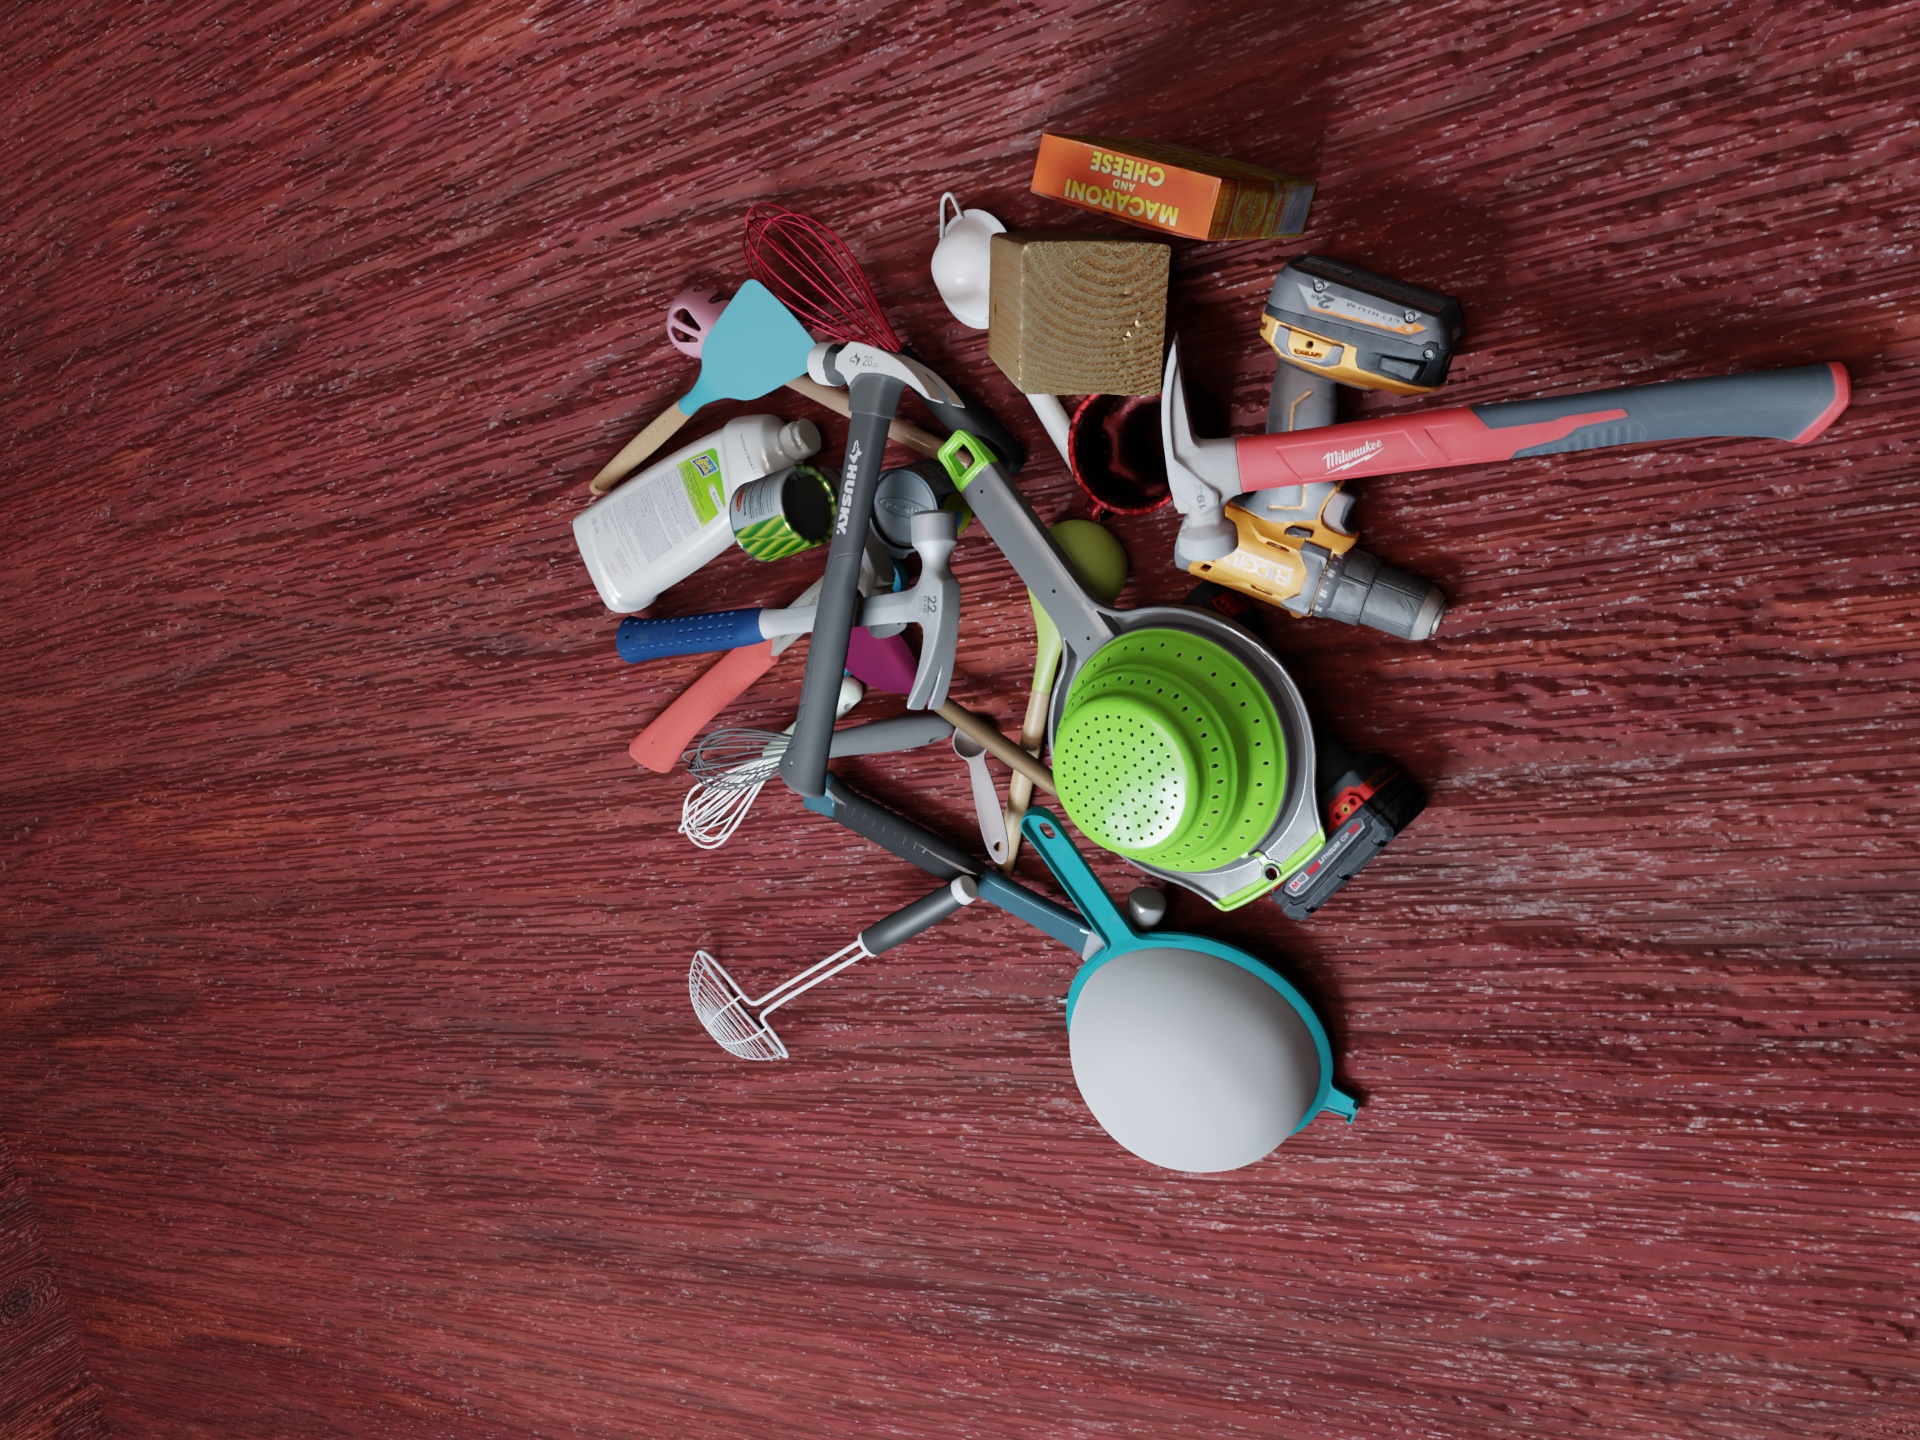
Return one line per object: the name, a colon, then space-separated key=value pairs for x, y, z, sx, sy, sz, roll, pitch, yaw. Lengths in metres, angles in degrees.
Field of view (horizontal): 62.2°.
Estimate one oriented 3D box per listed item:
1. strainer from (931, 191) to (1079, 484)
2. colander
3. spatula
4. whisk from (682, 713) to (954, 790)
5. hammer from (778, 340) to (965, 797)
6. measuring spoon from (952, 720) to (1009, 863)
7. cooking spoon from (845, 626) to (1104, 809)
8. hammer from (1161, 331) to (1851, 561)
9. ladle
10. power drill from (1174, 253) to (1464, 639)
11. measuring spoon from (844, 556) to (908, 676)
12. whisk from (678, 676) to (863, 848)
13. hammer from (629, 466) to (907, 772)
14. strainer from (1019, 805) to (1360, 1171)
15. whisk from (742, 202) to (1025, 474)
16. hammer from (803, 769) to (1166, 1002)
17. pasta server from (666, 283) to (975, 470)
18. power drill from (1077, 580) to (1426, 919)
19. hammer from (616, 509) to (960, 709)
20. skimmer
strainer: x=0.040 y=-0.272 z=1.172 sx=0.087 sy=0.050 sz=0.258 roll=-30 pitch=92 yaw=51
colander: x=0.085 y=-0.038 z=1.103 sx=0.204 sy=0.094 sz=0.397 roll=-43 pitch=77 yaw=36
spatula: x=-0.232 y=-0.256 z=1.324 sx=0.082 sy=0.044 sz=0.317 roll=46 pitch=143 yaw=-17
whisk: x=-0.120 y=0.020 z=1.328 sx=0.239 sy=0.055 sz=0.055 roll=-9 pitch=101 yaw=13
hammer: x=-0.083 y=-0.107 z=1.170 sx=0.146 sy=0.035 sz=0.334 roll=19 pitch=102 yaw=44
measuring spoon: x=0.022 y=0.057 z=1.274 sx=0.034 sy=0.018 sz=0.124 roll=-21 pitch=68 yaw=20
cooking spoon: x=-0.002 y=-0.004 z=1.260 sx=0.319 sy=0.017 sz=0.068 roll=35 pitch=130 yaw=28
hammer: x=0.315 y=-0.187 z=0.950 sx=0.386 sy=0.038 sz=0.143 roll=-6 pitch=117 yaw=14
ladle: x=0.065 y=-0.007 z=1.246 sx=0.078 sy=0.062 sz=0.320 roll=26 pitch=124 yaw=24
power drill: x=0.257 y=-0.169 z=1.045 sx=0.185 sy=0.084 sz=0.226 roll=24 pitch=121 yaw=16
measuring spoon: x=-0.071 y=-0.085 z=1.318 sx=0.042 sy=0.021 sz=0.128 roll=45 pitch=132 yaw=21
whisk: x=-0.169 y=0.036 z=1.397 sx=0.246 sy=0.057 sz=0.059 roll=-39 pitch=71 yaw=30
hammer: x=-0.183 y=-0.062 z=1.368 sx=0.359 sy=0.036 sz=0.149 roll=-36 pitch=67 yaw=38
strainer: x=0.132 y=0.219 z=1.183 sx=0.211 sy=0.095 sz=0.340 roll=-24 pitch=109 yaw=35
whisk: x=-0.061 y=-0.291 z=1.219 sx=0.296 sy=0.073 sz=0.073 roll=44 pitch=123 yaw=6
hammer: x=0.009 y=0.124 z=1.300 sx=0.331 sy=0.033 sz=0.128 roll=27 pitch=126 yaw=23
pasta server: x=-0.118 y=-0.270 z=1.274 sx=0.316 sy=0.040 sz=0.060 roll=29 pitch=119 yaw=19
power drill: x=0.197 y=0.035 z=1.150 sx=0.227 sy=0.080 sz=0.187 roll=47 pitch=124 yaw=14
hammer: x=-0.151 y=-0.073 z=1.286 sx=0.405 sy=0.035 sz=0.144 roll=-3 pitch=88 yaw=44
skimmer: x=-0.110 y=0.203 z=1.389 sx=0.363 sy=0.090 sz=0.127 roll=-33 pitch=97 yaw=33
